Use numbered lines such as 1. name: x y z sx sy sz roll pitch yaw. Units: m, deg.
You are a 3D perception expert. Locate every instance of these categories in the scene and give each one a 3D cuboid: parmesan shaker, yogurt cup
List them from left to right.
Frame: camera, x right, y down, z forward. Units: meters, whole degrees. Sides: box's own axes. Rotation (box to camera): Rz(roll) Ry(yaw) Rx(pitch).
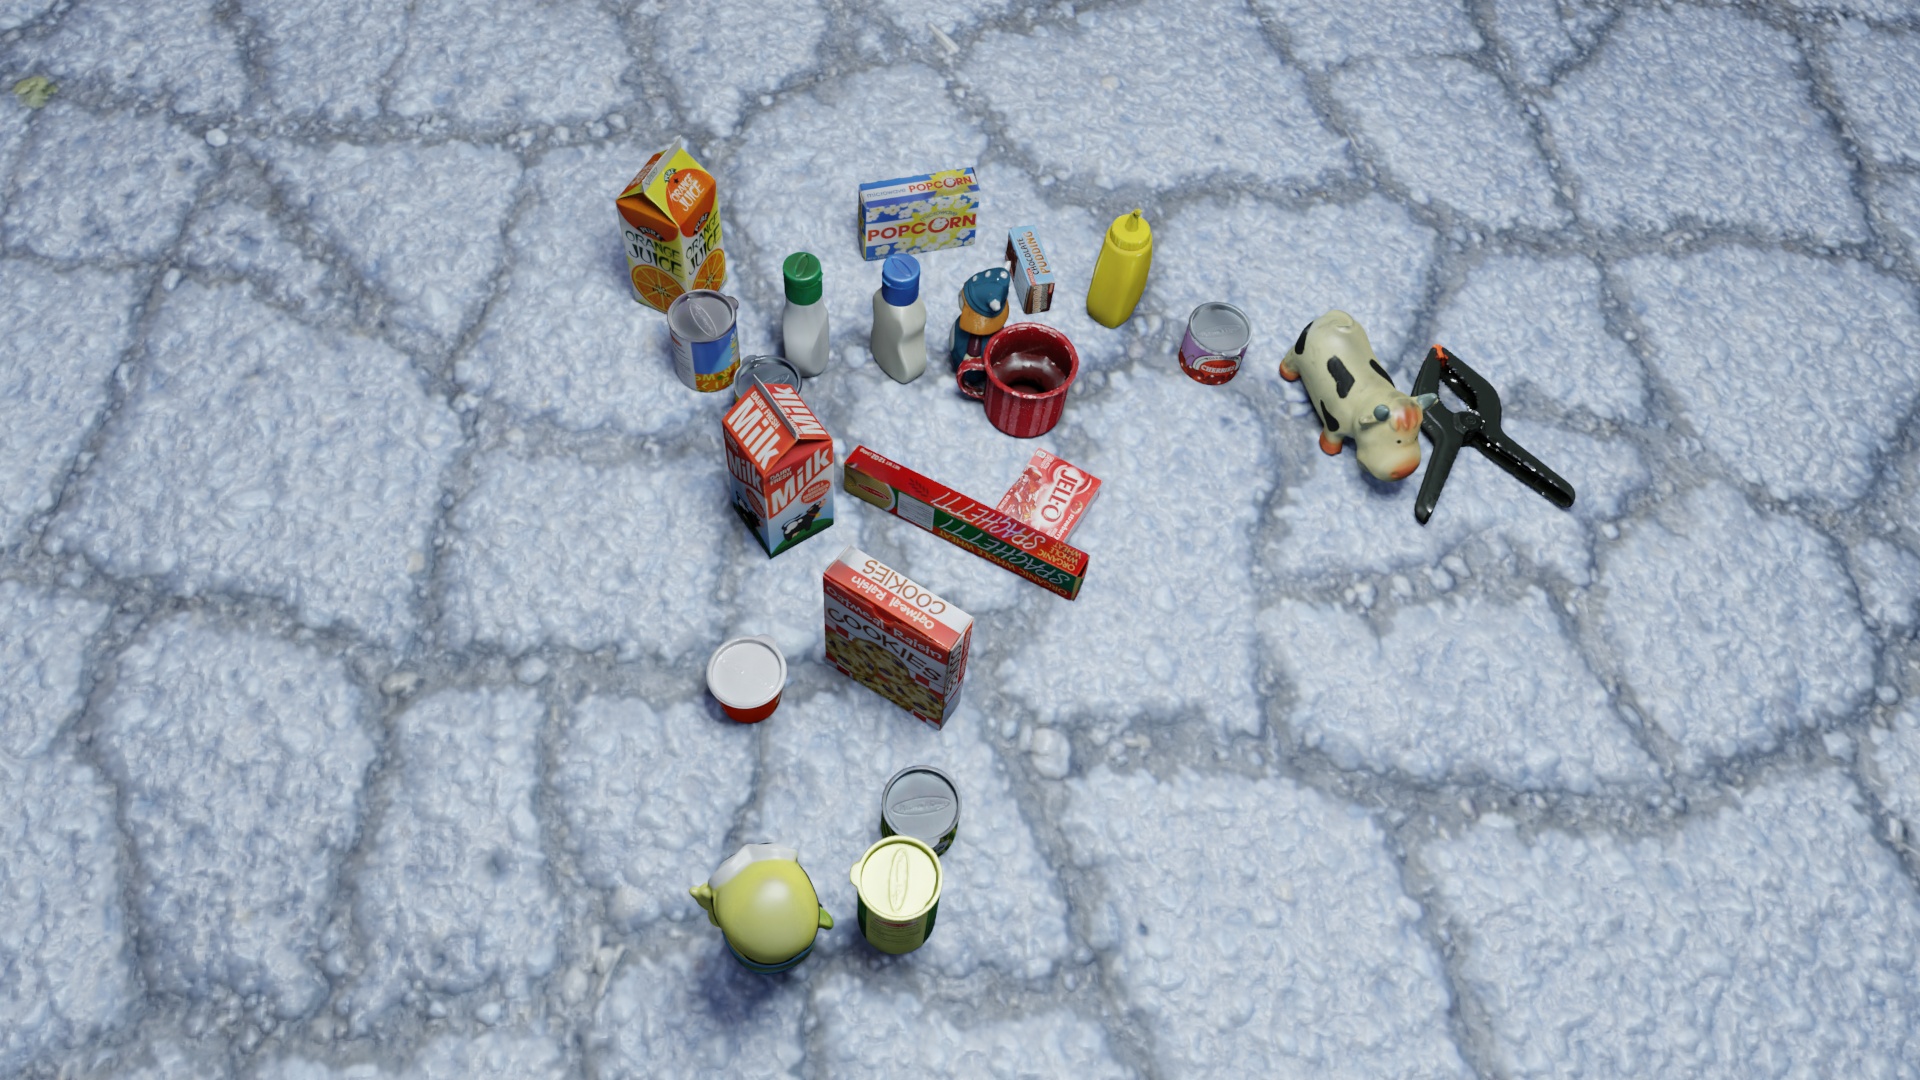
1. yogurt cup: -0.185 0.124 1.209 0.072 0.053 0.073 2 59 -3
2. parmesan shaker: -0.052 0.281 1.098 0.071 0.102 0.071 2 60 -3

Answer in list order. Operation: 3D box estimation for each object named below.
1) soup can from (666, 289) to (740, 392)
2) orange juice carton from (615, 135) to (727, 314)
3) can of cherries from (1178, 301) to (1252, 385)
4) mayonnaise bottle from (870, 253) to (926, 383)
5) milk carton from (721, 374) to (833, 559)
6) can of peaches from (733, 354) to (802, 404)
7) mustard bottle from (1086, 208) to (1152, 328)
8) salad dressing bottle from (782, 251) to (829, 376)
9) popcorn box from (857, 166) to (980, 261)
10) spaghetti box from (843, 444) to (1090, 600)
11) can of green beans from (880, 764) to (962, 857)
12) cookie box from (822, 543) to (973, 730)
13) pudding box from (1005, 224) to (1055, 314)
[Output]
1. soup can: -0.250 -0.198 1.377 0.071 0.083 0.071 2 60 -3
2. orange juice carton: -0.286 -0.309 1.377 0.073 0.191 0.072 24 61 9
3. can of cherries: 0.263 -0.201 1.435 0.071 0.058 0.072 2 59 -3
4. mayonnaise bottle: -0.060 -0.220 1.368 0.041 0.147 0.065 -34 68 -21
5. milk carton: -0.162 -0.070 1.246 0.074 0.189 0.072 -30 66 -20
6. can of peaches: -0.189 -0.140 1.363 0.071 0.057 0.071 2 59 -3
7. mustard bottle: 0.167 -0.286 1.419 0.049 0.159 0.065 32 63 14
8. salad dressing bottle: -0.153 -0.221 1.362 0.044 0.147 0.064 15 60 4
9. popcorn box: -0.045 -0.348 1.481 0.127 0.084 0.038 -12 61 -11
10. spaghetti box: 0.005 -0.016 1.310 0.250 0.050 0.029 26 61 10
11. can of green beans: -0.034 0.228 1.157 0.071 0.057 0.071 2 59 -3
12. cookie box: -0.056 0.086 1.176 0.123 0.166 0.040 30 62 12
13. pudding box: 0.073 -0.289 1.477 0.030 0.049 0.084 -11 61 -11
